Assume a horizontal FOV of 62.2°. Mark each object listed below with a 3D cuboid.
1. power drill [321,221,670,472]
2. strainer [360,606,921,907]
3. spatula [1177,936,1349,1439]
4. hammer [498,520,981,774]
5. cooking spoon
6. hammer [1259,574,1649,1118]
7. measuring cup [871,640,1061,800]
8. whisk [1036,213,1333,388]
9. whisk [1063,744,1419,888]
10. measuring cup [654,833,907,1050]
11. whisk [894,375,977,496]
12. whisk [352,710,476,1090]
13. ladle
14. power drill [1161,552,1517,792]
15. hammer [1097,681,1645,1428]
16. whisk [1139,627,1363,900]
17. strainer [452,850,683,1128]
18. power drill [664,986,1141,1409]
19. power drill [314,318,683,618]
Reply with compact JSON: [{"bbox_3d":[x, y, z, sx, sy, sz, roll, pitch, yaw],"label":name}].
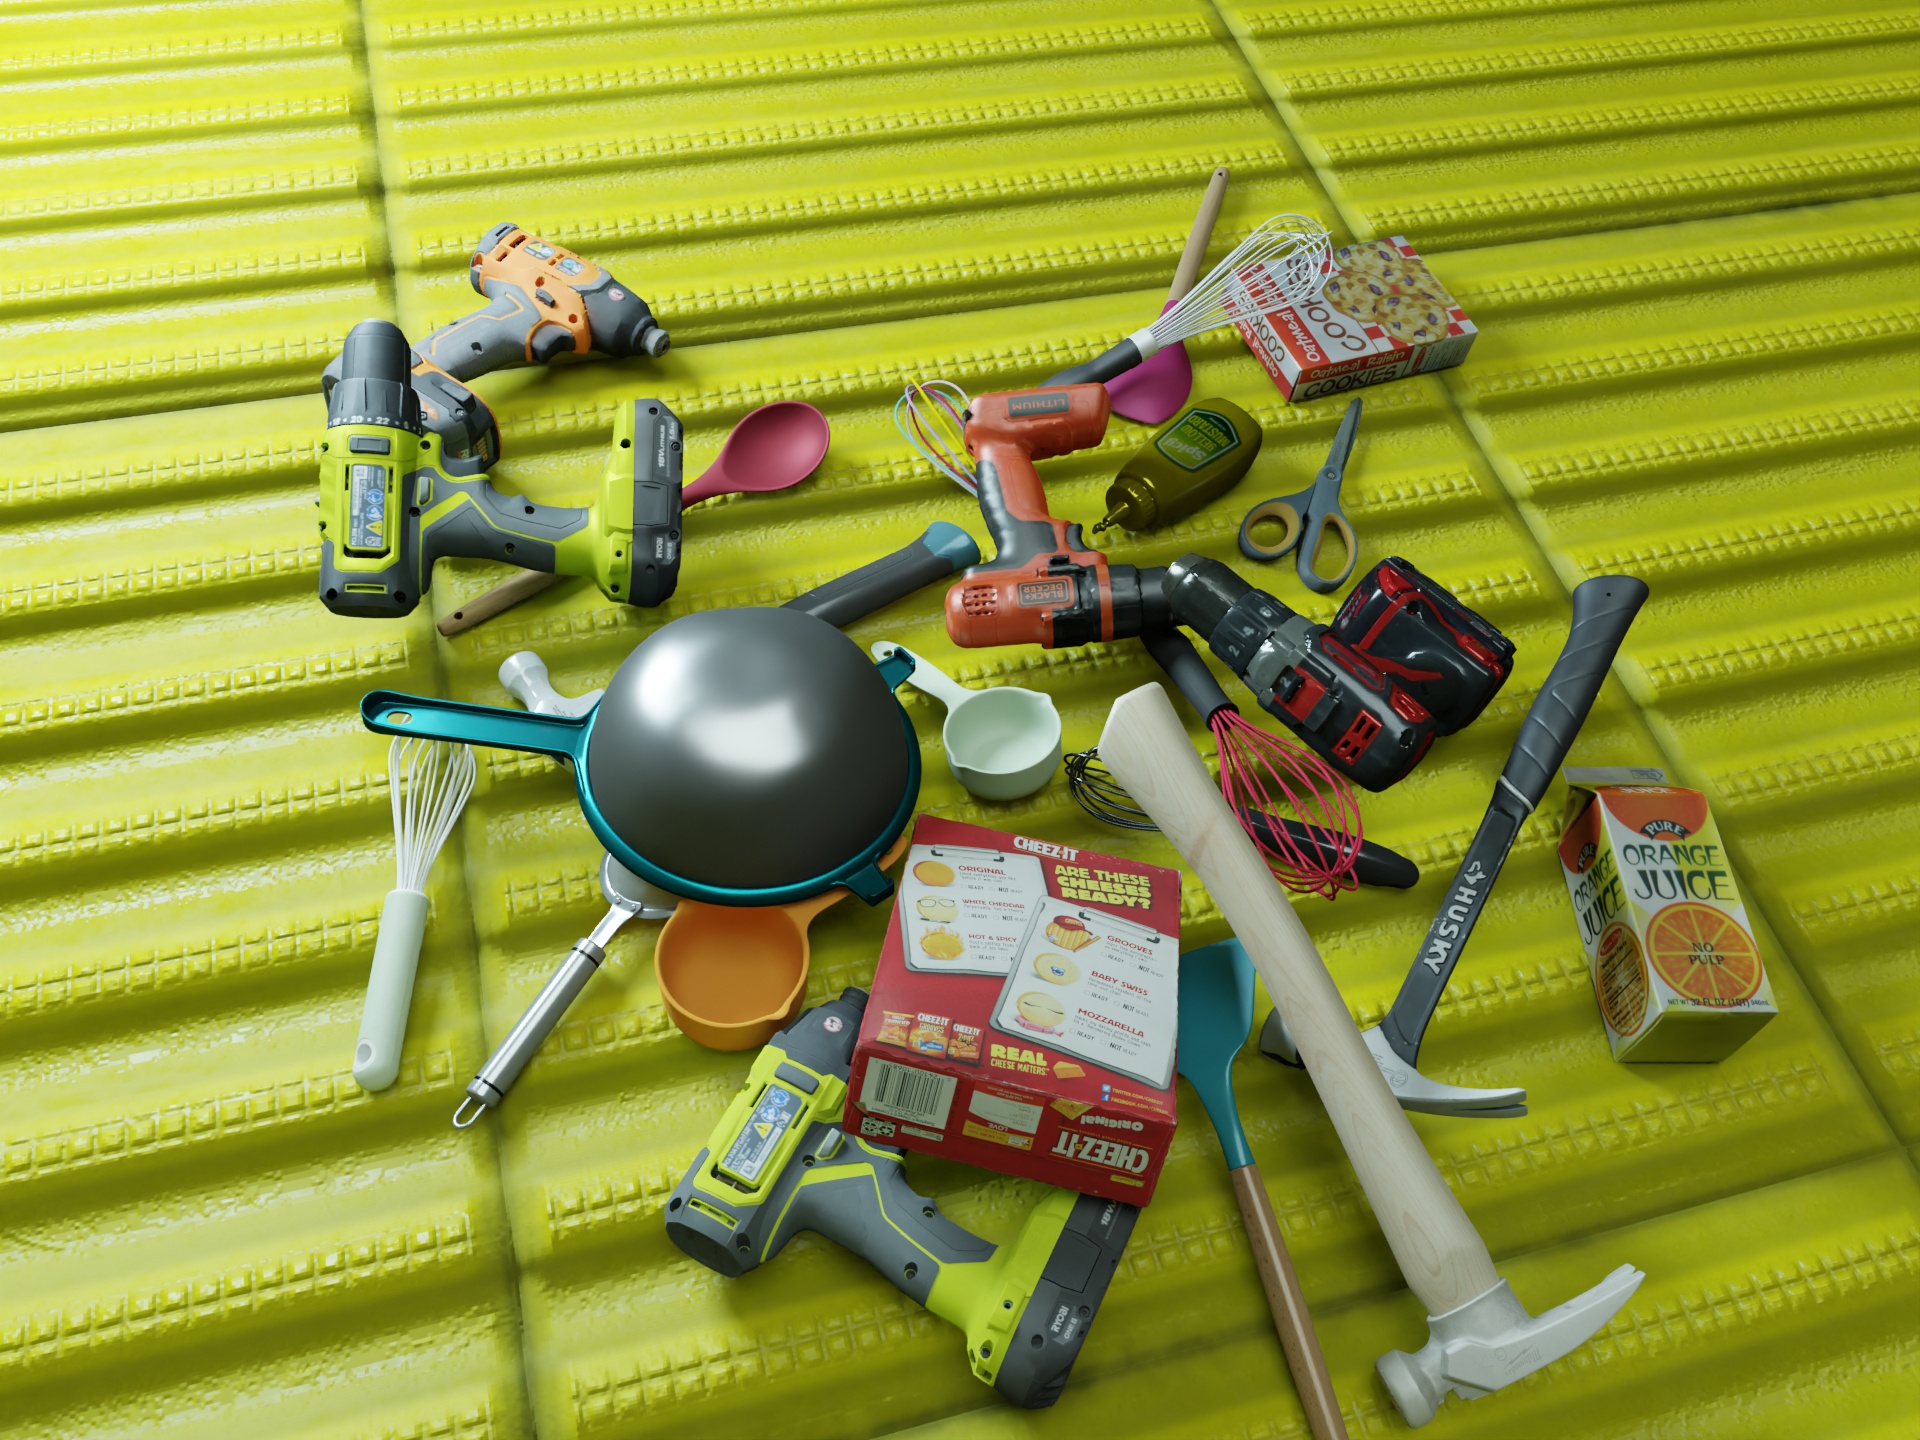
[{"bbox_3d":[-0.331,-0.265,1.166,0.164,0.084,0.226,28,55,10],"label":"power drill"},{"bbox_3d":[-0.188,-0.008,0.943,0.340,0.095,0.211,7,50,-3],"label":"strainer"},{"bbox_3d":[0.169,0.273,0.879,0.082,0.044,0.318,-23,65,16],"label":"spatula"},{"bbox_3d":[-0.131,-0.057,1.073,0.331,0.033,0.128,-28,62,-22],"label":"hammer"},{"bbox_3d":[0.183,-0.359,1.316,0.069,0.017,0.319,18,57,5],"label":"cooking spoon"},{"bbox_3d":[0.340,0.062,0.981,0.149,0.036,0.409,18,61,32],"label":"hammer"},{"bbox_3d":[-0.002,-0.003,1.055,0.083,0.038,0.168,-36,50,-24],"label":"measuring cup"},{"bbox_3d":[0.168,-0.306,1.229,0.284,0.070,0.070,-32,64,-6],"label":"whisk"},{"bbox_3d":[0.179,0.064,1.017,0.239,0.055,0.055,18,56,2],"label":"whisk"},{"bbox_3d":[-0.100,0.127,0.943,0.173,0.052,0.095,-34,65,-27],"label":"measuring cup"},{"bbox_3d":[0.024,-0.163,1.155,0.051,0.047,0.245,-25,65,-22],"label":"whisk"},{"bbox_3d":[-0.326,0.099,0.944,0.058,0.059,0.247,-17,56,27],"label":"whisk"},{"bbox_3d":[-0.226,-0.139,1.123,0.315,0.031,0.069,-33,72,-22],"label":"ladle"},{"bbox_3d":[0.242,-0.048,1.013,0.188,0.080,0.226,42,31,21],"label":"power drill"},{"bbox_3d":[0.202,0.158,0.866,0.146,0.038,0.411,-28,79,1],"label":"hammer"},{"bbox_3d":[0.174,0.009,1.005,0.073,0.073,0.296,-11,37,-13],"label":"whisk"},{"bbox_3d":[-0.213,0.130,0.936,0.087,0.050,0.258,19,58,26],"label":"strainer"},{"bbox_3d":[-0.021,0.249,0.854,0.223,0.080,0.171,24,53,13],"label":"power drill"},{"bbox_3d":[-0.301,-0.161,1.046,0.228,0.080,0.190,2,83,-15],"label":"power drill"}]
